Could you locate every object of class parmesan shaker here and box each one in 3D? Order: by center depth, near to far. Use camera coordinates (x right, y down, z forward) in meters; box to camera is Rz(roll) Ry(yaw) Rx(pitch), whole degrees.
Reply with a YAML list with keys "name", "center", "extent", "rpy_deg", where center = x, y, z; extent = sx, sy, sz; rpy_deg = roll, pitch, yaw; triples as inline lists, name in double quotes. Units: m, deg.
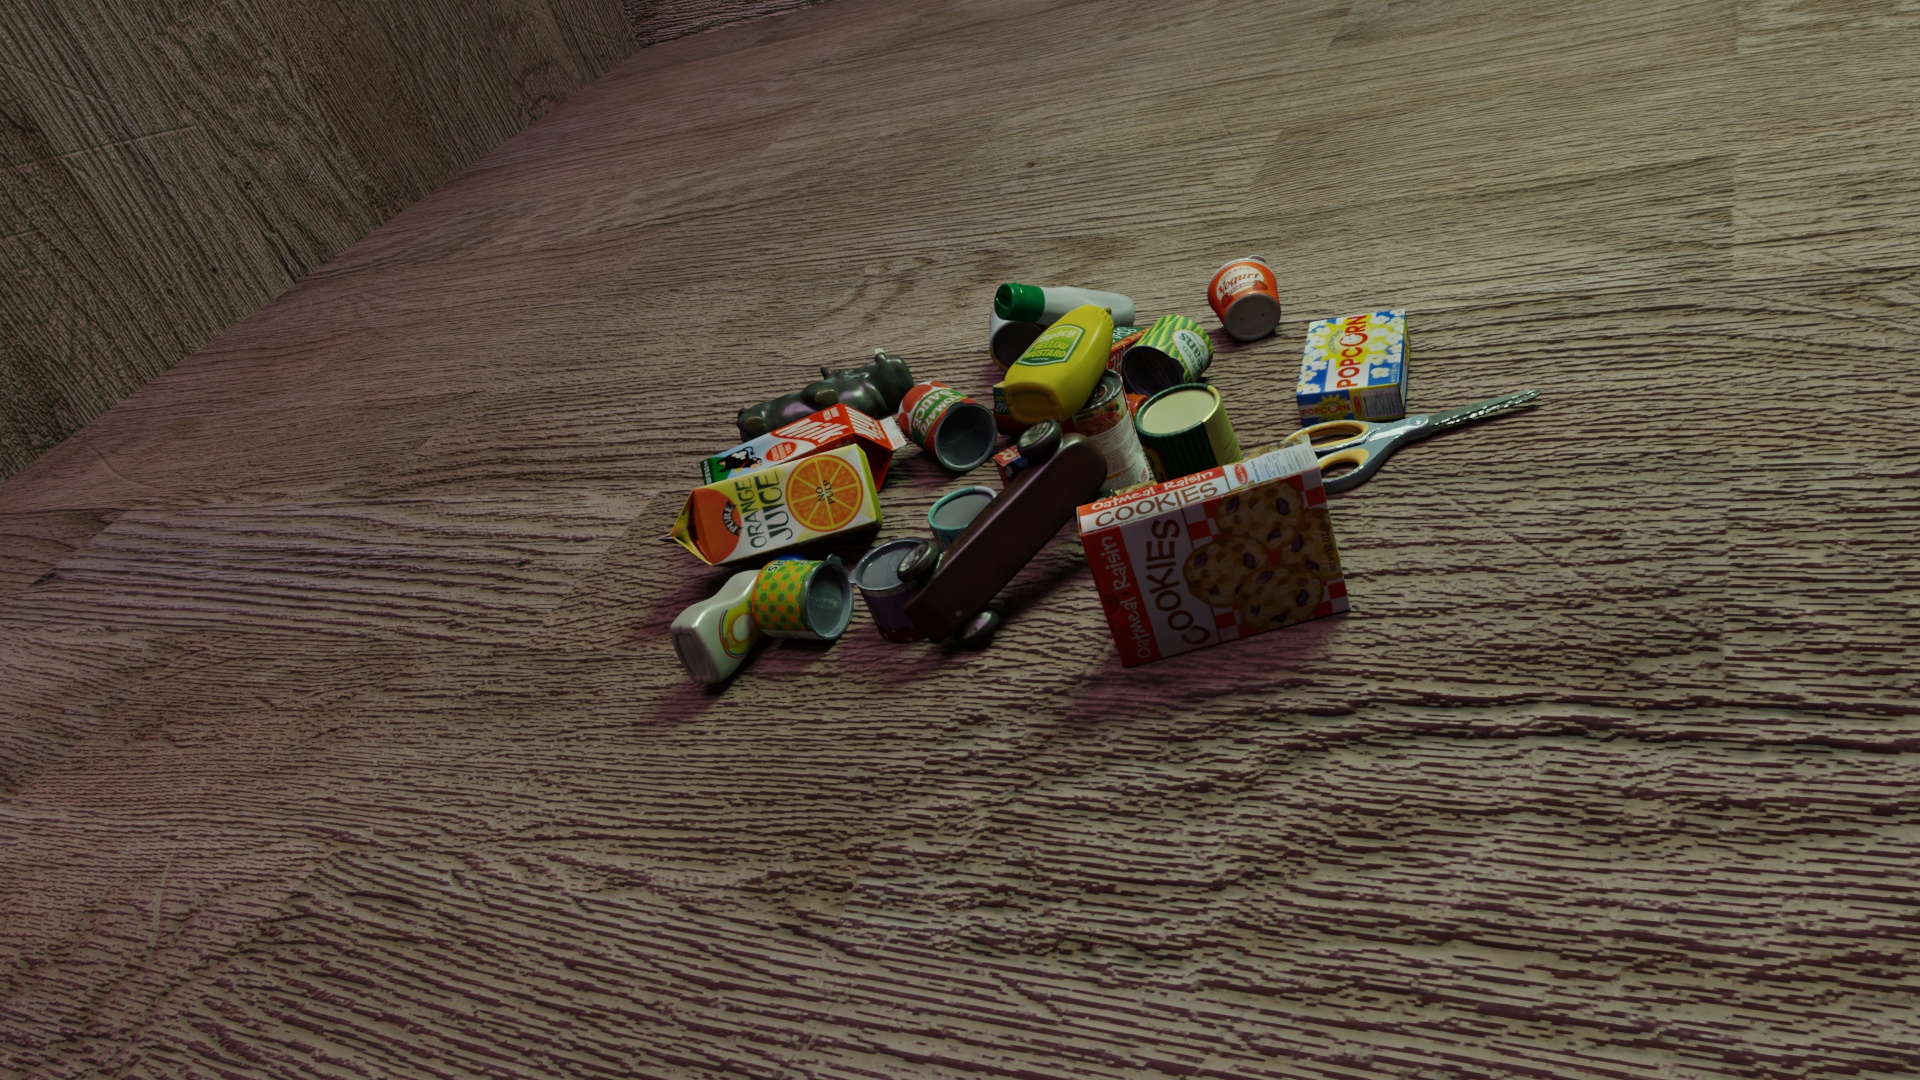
- name: "parmesan shaker"
  center: [0.173, -0.057, 1.015]
  extent: [0.071, 0.102, 0.072]
  rpy_deg: [-19, 33, 13]

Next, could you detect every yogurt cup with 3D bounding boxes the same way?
- name: "yogurt cup"
  center: [0.275, -0.229, 1.336]
  extent: [0.072, 0.072, 0.054]
  rpy_deg: [-16, 40, 9]

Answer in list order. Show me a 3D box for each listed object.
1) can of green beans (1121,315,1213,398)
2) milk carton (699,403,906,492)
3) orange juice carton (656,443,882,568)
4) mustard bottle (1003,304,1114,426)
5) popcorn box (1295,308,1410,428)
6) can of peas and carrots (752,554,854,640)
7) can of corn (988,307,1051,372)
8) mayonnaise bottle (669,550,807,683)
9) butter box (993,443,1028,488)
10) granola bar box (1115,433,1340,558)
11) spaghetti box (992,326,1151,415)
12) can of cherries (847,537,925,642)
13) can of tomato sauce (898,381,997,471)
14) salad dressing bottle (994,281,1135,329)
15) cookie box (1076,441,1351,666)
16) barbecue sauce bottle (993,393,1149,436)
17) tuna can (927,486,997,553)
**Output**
- name: "can of green beans"
  center: [0.193, -0.167, 1.289]
  extent: [0.071, 0.071, 0.058]
  rpy_deg: [10, 43, 40]
- name: "milk carton"
  center: [-0.147, -0.069, 1.336]
  extent: [0.191, 0.073, 0.072]
  rpy_deg: [-23, 32, -3]
- name: "orange juice carton"
  center: [-0.172, -0.024, 1.247]
  extent: [0.193, 0.073, 0.072]
  rpy_deg: [-16, -3, 1]
- name: "mustard bottle"
  center: [0.091, -0.155, 1.151]
  extent: [0.065, 0.048, 0.161]
  rpy_deg: [2, 39, 31]
- name: "popcorn box"
  center: [0.340, -0.149, 1.199]
  extent: [0.085, 0.038, 0.127]
  rpy_deg: [-6, 35, 25]
- name: "can of peas and carrots"
  center: [-0.131, 0.047, 1.157]
  extent: [0.058, 0.070, 0.071]
  rpy_deg: [0, 38, 31]
- name: "can of corn"
  center: [0.064, -0.211, 1.434]
  extent: [0.071, 0.071, 0.058]
  rpy_deg: [-14, 33, 12]
- name: "mayonnaise bottle"
  center: [-0.181, 0.058, 1.178]
  extent: [0.041, 0.064, 0.149]
  rpy_deg: [-3, 27, 35]
- name: "butter box"
  center: [0.084, -0.073, 1.224]
  extent: [0.104, 0.053, 0.024]
  rpy_deg: [-29, 34, -11]
- name: "granola bar box"
  center: [0.198, -0.011, 1.067]
  extent: [0.165, 0.039, 0.125]
  rpy_deg: [-16, 33, 16]
- name: "spaghetti box"
  center: [0.115, -0.159, 1.286]
  extent: [0.050, 0.028, 0.251]
  rpy_deg: [6, 23, 33]
- name: "can of cherries"
  center: [-0.048, 0.041, 1.128]
  extent: [0.071, 0.058, 0.072]
  rpy_deg: [-15, 33, 10]
- name: "can of tomato sauce"
  center: [-0.014, -0.112, 1.324]
  extent: [0.071, 0.071, 0.083]
  rpy_deg: [-31, 33, -15]
- name: "salad dressing bottle"
  center: [0.104, -0.232, 1.389]
  extent: [0.148, 0.043, 0.064]
  rpy_deg: [2, 28, -31]
- name: "cookie box"
  center: [0.178, 0.013, 0.975]
  extent: [0.167, 0.122, 0.040]
  rpy_deg: [-16, 31, 9]
- name: "barbecue sauce bottle"
  center: [0.106, -0.120, 1.290]
  extent: [0.148, 0.043, 0.065]
  rpy_deg: [7, 35, 36]
- name: "tuna can"
  center: [0.004, -0.015, 1.204]
  extent: [0.071, 0.032, 0.071]
  rpy_deg: [-15, 32, 10]
